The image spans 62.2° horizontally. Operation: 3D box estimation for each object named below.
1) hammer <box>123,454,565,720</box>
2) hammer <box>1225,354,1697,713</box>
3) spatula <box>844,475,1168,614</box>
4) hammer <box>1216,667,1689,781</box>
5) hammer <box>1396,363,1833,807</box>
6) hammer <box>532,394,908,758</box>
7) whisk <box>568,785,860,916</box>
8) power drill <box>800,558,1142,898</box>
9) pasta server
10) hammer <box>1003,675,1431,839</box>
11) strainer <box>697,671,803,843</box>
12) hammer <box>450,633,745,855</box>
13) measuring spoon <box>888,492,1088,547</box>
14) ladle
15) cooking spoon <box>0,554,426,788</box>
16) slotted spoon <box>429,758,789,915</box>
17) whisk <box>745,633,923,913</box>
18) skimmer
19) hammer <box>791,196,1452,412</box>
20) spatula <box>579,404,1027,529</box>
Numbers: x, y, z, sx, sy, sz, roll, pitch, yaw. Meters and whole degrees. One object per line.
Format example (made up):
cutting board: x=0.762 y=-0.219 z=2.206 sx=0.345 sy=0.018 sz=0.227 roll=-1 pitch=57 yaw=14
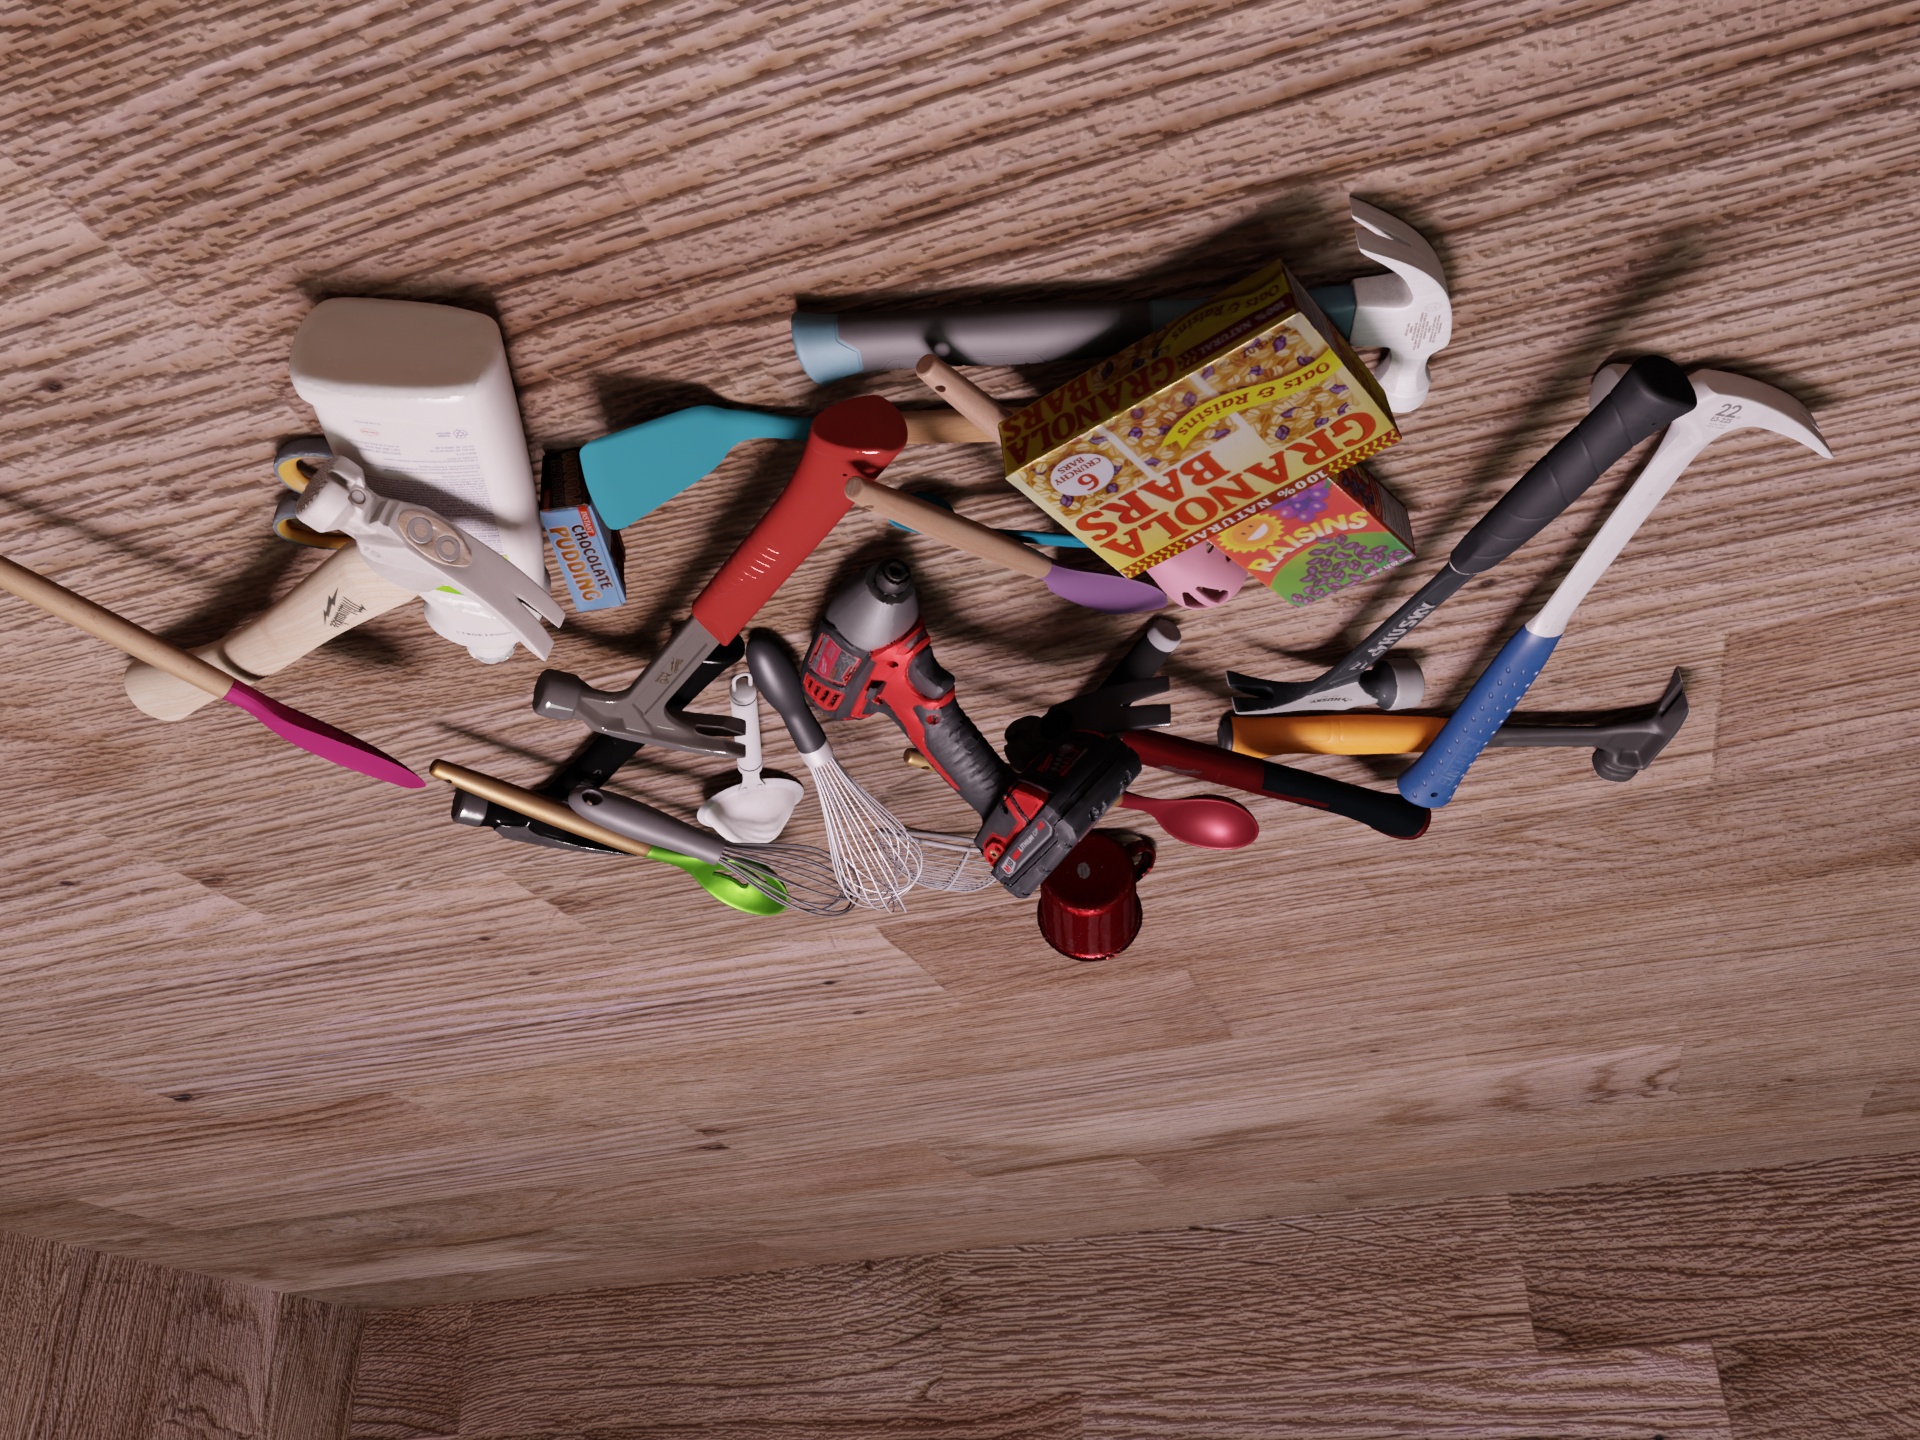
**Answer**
hammer: x=-0.398 y=-0.047 z=0.952 sx=0.411 sy=0.038 sz=0.146 roll=-15 pitch=139 yaw=45
hammer: x=0.287 y=-0.088 z=0.932 sx=0.149 sy=0.036 sz=0.408 roll=-6 pitch=160 yaw=-15
spatula: x=0.036 y=-0.095 z=0.923 sx=0.060 sy=0.018 sz=0.315 roll=-8 pitch=168 yaw=34
hammer: x=0.361 y=0.008 z=1.186 sx=0.337 sy=0.034 sz=0.127 roll=-1 pitch=151 yaw=-2
hammer: x=0.385 y=-0.065 z=1.018 sx=0.144 sy=0.035 sz=0.405 roll=3 pitch=144 yaw=-10
hammer: x=-0.124 y=-0.072 z=0.939 sx=0.149 sy=0.037 sz=0.359 roll=13 pitch=148 yaw=-29
whisk: x=-0.185 y=0.096 z=1.214 sx=0.238 sy=0.055 sz=0.055 roll=23 pitch=143 yaw=-20
power drill: x=-0.002 y=-0.003 z=1.005 sx=0.220 sy=0.078 sz=0.143 roll=42 pitch=145 yaw=7
pasta server: x=0.077 y=-0.130 z=0.899 sx=0.060 sy=0.040 sz=0.316 roll=-22 pitch=148 yaw=31
hammer: x=0.222 y=0.036 z=1.133 sx=0.386 sy=0.038 sz=0.143 roll=14 pitch=159 yaw=-37
strainer: x=-0.160 y=0.038 z=1.205 sx=0.087 sy=0.050 sz=0.258 roll=-13 pitch=149 yaw=-12
hammer: x=-0.247 y=0.019 z=1.168 sx=0.146 sy=0.035 sz=0.334 roll=18 pitch=145 yaw=-30
measuring spoon: x=0.022 y=-0.118 z=0.929 sx=0.128 sy=0.021 sz=0.042 roll=8 pitch=175 yaw=11
ladle: x=0.093 y=0.053 z=1.154 sx=0.315 sy=0.031 sz=0.069 roll=13 pitch=147 yaw=-33
cooking spoon: x=-0.464 y=-0.032 z=0.955 sx=0.318 sy=0.017 sz=0.069 roll=34 pitch=154 yaw=-33
slotted spoon: x=-0.263 y=0.089 z=1.227 sx=0.313 sy=0.031 sz=0.070 roll=26 pitch=140 yaw=-35
whisk: x=-0.094 y=0.043 z=1.153 sx=0.070 sy=0.070 sz=0.284 roll=-11 pitch=132 yaw=15
skimmer: x=0.052 y=0.024 z=1.201 sx=0.127 sy=0.090 sz=0.363 roll=9 pitch=139 yaw=-27
hammer: x=0.081 y=-0.198 z=0.805 sx=0.331 sy=0.033 sz=0.128 roll=-3 pitch=151 yaw=2
spatula: x=-0.043 y=-0.150 z=0.871 sx=0.317 sy=0.044 sz=0.082 roll=-3 pitch=154 yaw=-1
